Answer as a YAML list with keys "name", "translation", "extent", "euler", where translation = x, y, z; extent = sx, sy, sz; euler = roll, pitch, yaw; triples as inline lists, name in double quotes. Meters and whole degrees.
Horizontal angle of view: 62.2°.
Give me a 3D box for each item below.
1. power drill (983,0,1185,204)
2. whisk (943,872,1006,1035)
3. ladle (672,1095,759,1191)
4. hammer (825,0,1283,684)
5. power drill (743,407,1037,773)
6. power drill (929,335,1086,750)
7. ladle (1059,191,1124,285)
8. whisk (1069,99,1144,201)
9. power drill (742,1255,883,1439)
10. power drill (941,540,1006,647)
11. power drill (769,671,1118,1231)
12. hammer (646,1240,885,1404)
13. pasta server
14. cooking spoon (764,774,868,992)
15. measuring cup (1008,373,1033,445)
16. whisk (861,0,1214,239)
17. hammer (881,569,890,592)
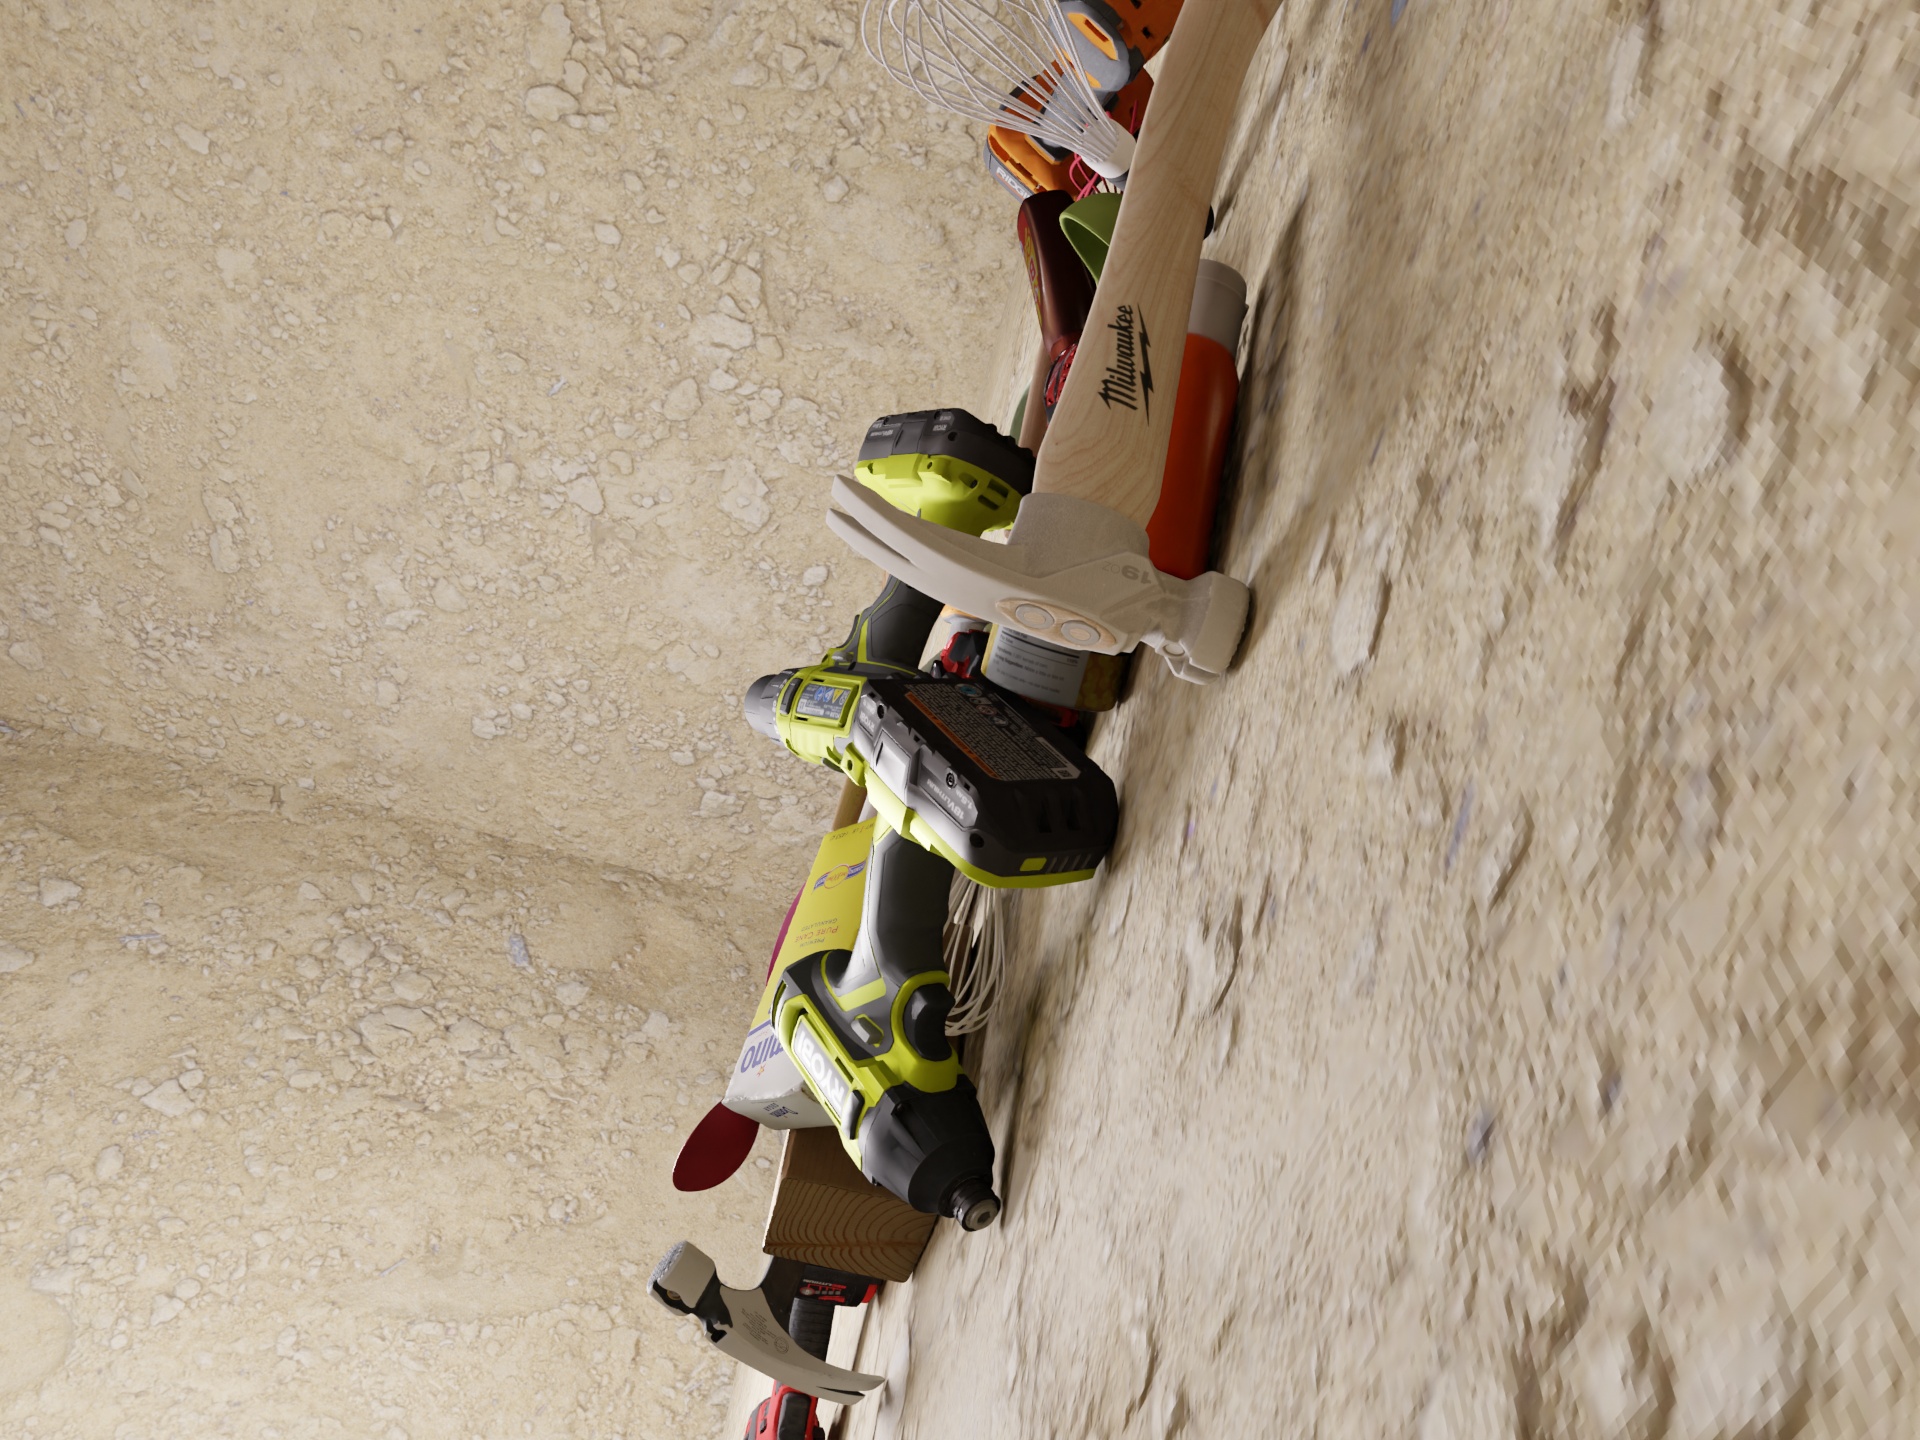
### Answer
- name: "power drill"
  translation: [0.105, -0.433, 1.017]
  extent: [0.164, 0.084, 0.226]
  euler: [-49, 4, -14]
- name: "whisk"
  translation: [0.016, 0.073, 0.916]
  extent: [0.059, 0.057, 0.247]
  euler: [-24, 37, 38]
- name: "ladle"
  translation: [-0.111, 0.220, 1.053]
  extent: [0.315, 0.031, 0.069]
  euler: [-46, -21, -70]
- name: "hammer"
  translation: [0.074, -0.212, 0.626]
  extent: [0.038, 0.146, 0.411]
  euler: [116, 172, -63]
- name: "power drill"
  translation: [-0.051, -0.077, 1.014]
  extent: [0.191, 0.080, 0.228]
  euler: [9, 75, 55]
- name: "power drill"
  translation: [0.049, -0.097, 0.851]
  extent: [0.188, 0.080, 0.226]
  euler: [-105, 32, -79]
- name: "ladle"
  translation: [0.069, -0.181, 0.990]
  extent: [0.062, 0.078, 0.320]
  euler: [-27, -31, -31]
- name: "whisk"
  translation: [0.105, -0.334, 1.034]
  extent: [0.296, 0.073, 0.073]
  euler: [-54, -21, -84]
- name: "power drill"
  translation: [-0.108, 0.441, 1.085]
  extent: [0.143, 0.078, 0.219]
  euler: [-154, 76, -85]
- name: "power drill"
  translation: [-0.005, -0.023, 1.258]
  extent: [0.185, 0.084, 0.226]
  euler: [179, 101, -87]
- name: "power drill"
  translation: [-0.011, 0.106, 0.729]
  extent: [0.171, 0.080, 0.223]
  euler: [43, 126, 46]
- name: "hammer"
  translation: [-0.076, 0.276, 1.075]
  extent: [0.036, 0.149, 0.409]
  euler: [-46, 9, 26]
- name: "pasta server"
  translation: [0.057, -0.261, 1.100]
  extent: [0.060, 0.040, 0.316]
  euler: [40, -126, -48]
- name: "cooking spoon"
  translation: [-0.069, 0.051, 1.023]
  extent: [0.069, 0.017, 0.319]
  euler: [-17, 52, 56]
- name: "measuring cup"
  translation: [0.085, -0.224, 1.105]
  extent: [0.167, 0.038, 0.083]
  euler: [-19, 55, 64]
- name: "whisk"
  translation: [0.050, -0.264, 0.701]
  extent: [0.284, 0.070, 0.070]
  euler: [9, -83, -59]
- name: "hammer"
  translation: [-0.065, 0.037, 1.263]
  extent: [0.130, 0.031, 0.331]
  euler: [28, -113, -85]
